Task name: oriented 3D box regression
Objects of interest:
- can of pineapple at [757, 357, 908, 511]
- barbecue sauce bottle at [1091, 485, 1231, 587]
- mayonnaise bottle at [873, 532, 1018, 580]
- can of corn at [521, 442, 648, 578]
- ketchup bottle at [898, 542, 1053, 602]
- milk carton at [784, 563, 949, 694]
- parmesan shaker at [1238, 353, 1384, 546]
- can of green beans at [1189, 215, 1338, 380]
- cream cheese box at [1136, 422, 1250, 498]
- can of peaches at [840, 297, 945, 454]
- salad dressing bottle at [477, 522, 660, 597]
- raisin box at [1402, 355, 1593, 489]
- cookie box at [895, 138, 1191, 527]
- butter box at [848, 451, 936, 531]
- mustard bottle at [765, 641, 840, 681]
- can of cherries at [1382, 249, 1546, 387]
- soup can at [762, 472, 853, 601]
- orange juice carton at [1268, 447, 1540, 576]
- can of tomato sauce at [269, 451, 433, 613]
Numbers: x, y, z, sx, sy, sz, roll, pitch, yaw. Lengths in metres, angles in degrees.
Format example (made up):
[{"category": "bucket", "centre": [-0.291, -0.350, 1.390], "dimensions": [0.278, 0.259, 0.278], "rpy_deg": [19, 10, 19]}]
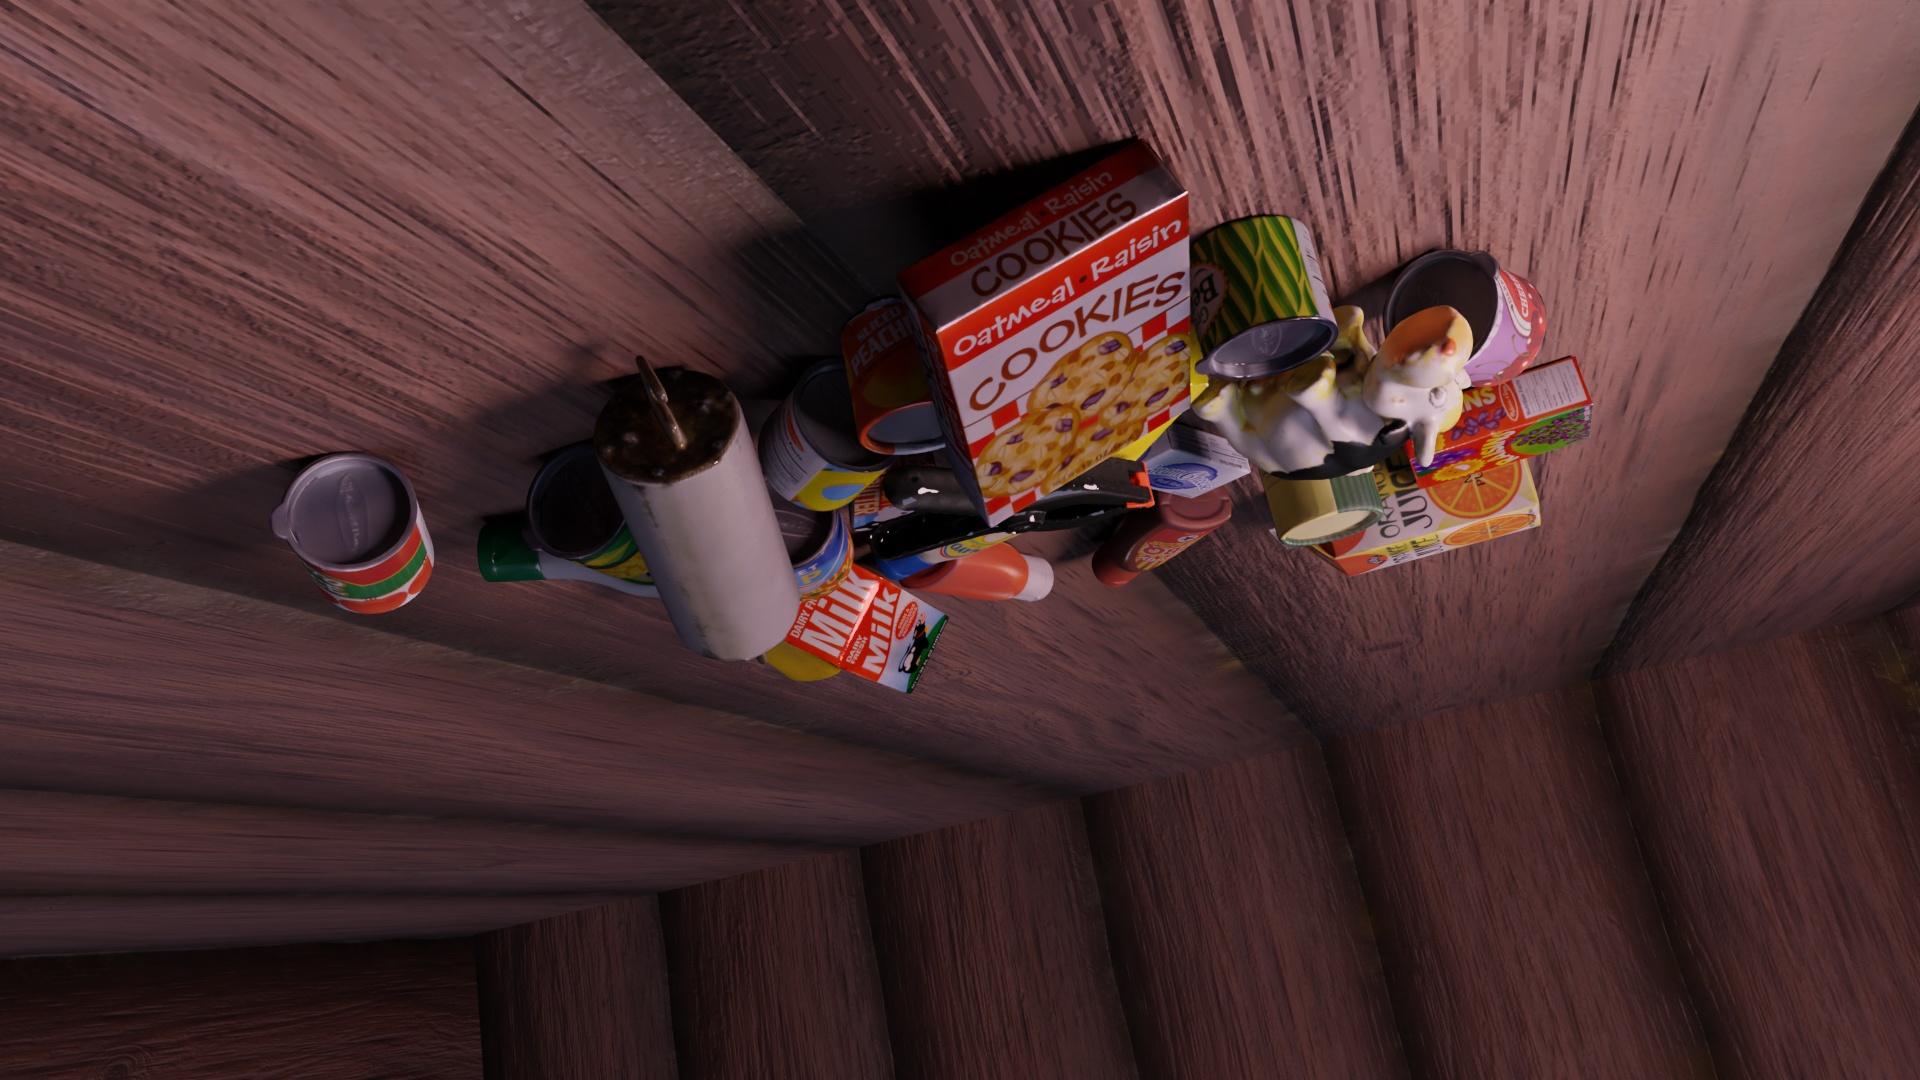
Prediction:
[{"category": "can of pineapple", "centre": [-0.067, -0.056, 0.745], "dimensions": [0.071, 0.071, 0.057], "rpy_deg": [0, 160, -30]}, {"category": "barbecue sauce bottle", "centre": [0.147, -0.004, 1.073], "dimensions": [0.065, 0.044, 0.148], "rpy_deg": [-5, 162, -22]}, {"category": "mayonnaise bottle", "centre": [0.003, -0.012, 0.963], "dimensions": [0.147, 0.041, 0.065], "rpy_deg": [-25, 158, 35]}, {"category": "can of corn", "centre": [-0.204, -0.014, 0.789], "dimensions": [0.071, 0.071, 0.058], "rpy_deg": [-15, 162, 14]}, {"category": "ketchup bottle", "centre": [0.018, 0.023, 1.077], "dimensions": [0.064, 0.043, 0.149], "rpy_deg": [-22, 160, 32]}, {"category": "milk carton", "centre": [-0.082, 0.056, 1.030], "dimensions": [0.073, 0.072, 0.190], "rpy_deg": [25, 176, 22]}, {"category": "parmesan shaker", "centre": [0.214, -0.054, 0.858], "dimensions": [0.071, 0.103, 0.071], "rpy_deg": [-10, 162, -3]}, {"category": "can of green beans", "centre": [0.147, -0.120, 0.689], "dimensions": [0.071, 0.058, 0.071], "rpy_deg": [-10, 162, -3]}, {"category": "cream cheese box", "centre": [0.148, -0.055, 0.948], "dimensions": [0.053, 0.024, 0.104], "rpy_deg": [-26, 157, 36]}, {"category": "can of peaches", "centre": [-0.025, -0.082, 0.701], "dimensions": [0.071, 0.058, 0.071], "rpy_deg": [-10, 163, -3]}, {"category": "salad dressing bottle", "centre": [-0.219, 0.005, 0.858], "dimensions": [0.148, 0.064, 0.044], "rpy_deg": [-3, 172, 0]}, {"category": "raisin box", "centre": [0.375, -0.081, 0.979], "dimensions": [0.123, 0.040, 0.086], "rpy_deg": [-18, 162, 19]}, {"category": "cookie box", "centre": [0.045, -0.089, 0.641], "dimensions": [0.123, 0.040, 0.166], "rpy_deg": [-31, 151, -7]}, {"category": "butter box", "centre": [-0.045, -0.035, 0.892], "dimensions": [0.053, 0.024, 0.103], "rpy_deg": [-8, 162, -7]}, {"category": "mustard bottle", "centre": [-0.140, 0.065, 1.091], "dimensions": [0.049, 0.065, 0.160], "rpy_deg": [-12, 157, 14]}, {"category": "can of cherries", "centre": [0.275, -0.120, 0.751], "dimensions": [0.058, 0.071, 0.071], "rpy_deg": [6, 156, -42]}, {"category": "soup can", "centre": [-0.107, 0.001, 0.889], "dimensions": [0.071, 0.071, 0.083], "rpy_deg": [-11, 162, 0]}, {"category": "orange juice carton", "centre": [0.338, -0.026, 1.070], "dimensions": [0.192, 0.073, 0.072], "rpy_deg": [-17, 162, 19]}, {"category": "can of tomato sauce", "centre": [-0.327, -0.001, 0.755], "dimensions": [0.071, 0.071, 0.082], "rpy_deg": [-6, 162, -16]}]
